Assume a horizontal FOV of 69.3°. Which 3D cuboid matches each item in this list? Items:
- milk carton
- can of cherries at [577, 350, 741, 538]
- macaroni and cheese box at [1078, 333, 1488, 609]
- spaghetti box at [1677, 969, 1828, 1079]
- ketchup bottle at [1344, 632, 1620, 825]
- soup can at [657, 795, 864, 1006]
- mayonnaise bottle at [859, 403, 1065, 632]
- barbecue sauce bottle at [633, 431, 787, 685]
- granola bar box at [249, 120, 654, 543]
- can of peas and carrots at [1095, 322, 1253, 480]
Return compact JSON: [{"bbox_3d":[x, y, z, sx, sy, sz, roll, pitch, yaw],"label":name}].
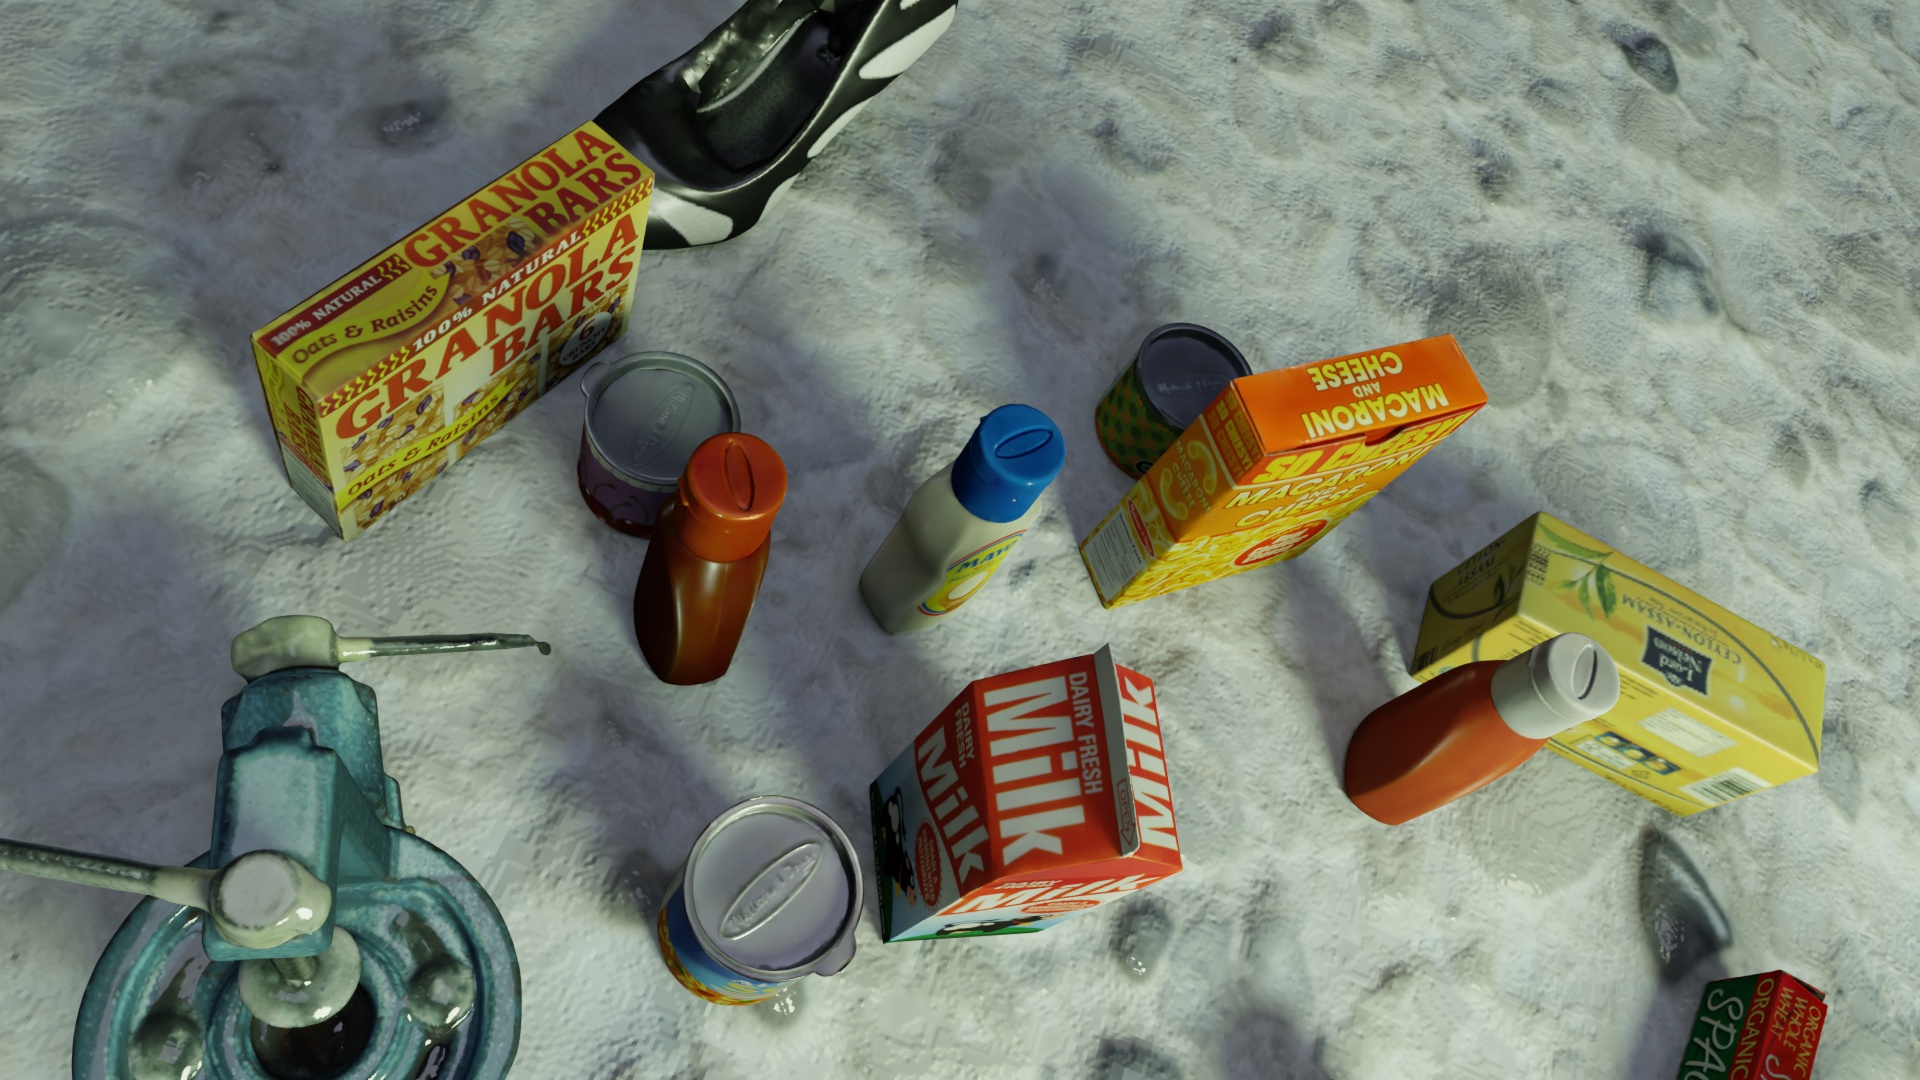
[{"bbox_3d":[0.025,0.102,0.529,0.073,0.189,0.072,1,65,-19],"label":"milk carton"},{"bbox_3d":[-0.138,-0.043,0.619,0.071,0.058,0.072,8,63,-16],"label":"can of cherries"},{"bbox_3d":[0.145,-0.028,0.648,0.124,0.165,0.040,-14,71,-24],"label":"macaroni and cheese box"},{"bbox_3d":[0.331,0.303,0.620,0.029,0.050,0.251,38,59,1],"label":"spaghetti box"},{"bbox_3d":[0.234,0.084,0.636,0.043,0.148,0.065,32,60,-3],"label":"ketchup bottle"},{"bbox_3d":[-0.078,0.143,0.535,0.071,0.083,0.071,8,63,-16],"label":"soup can"},{"bbox_3d":[0.002,-0.008,0.599,0.065,0.147,0.041,-24,75,-27],"label":"mayonnaise bottle"},{"bbox_3d":[-0.102,0.007,0.556,0.044,0.148,0.065,-6,68,-22],"label":"barbecue sauce bottle"},{"bbox_3d":[-0.206,-0.087,0.579,0.039,0.123,0.166,42,59,3],"label":"granola bar box"},{"bbox_3d":[0.111,-0.067,0.718,0.071,0.058,0.071,8,63,-16],"label":"can of peas and carrots"}]
